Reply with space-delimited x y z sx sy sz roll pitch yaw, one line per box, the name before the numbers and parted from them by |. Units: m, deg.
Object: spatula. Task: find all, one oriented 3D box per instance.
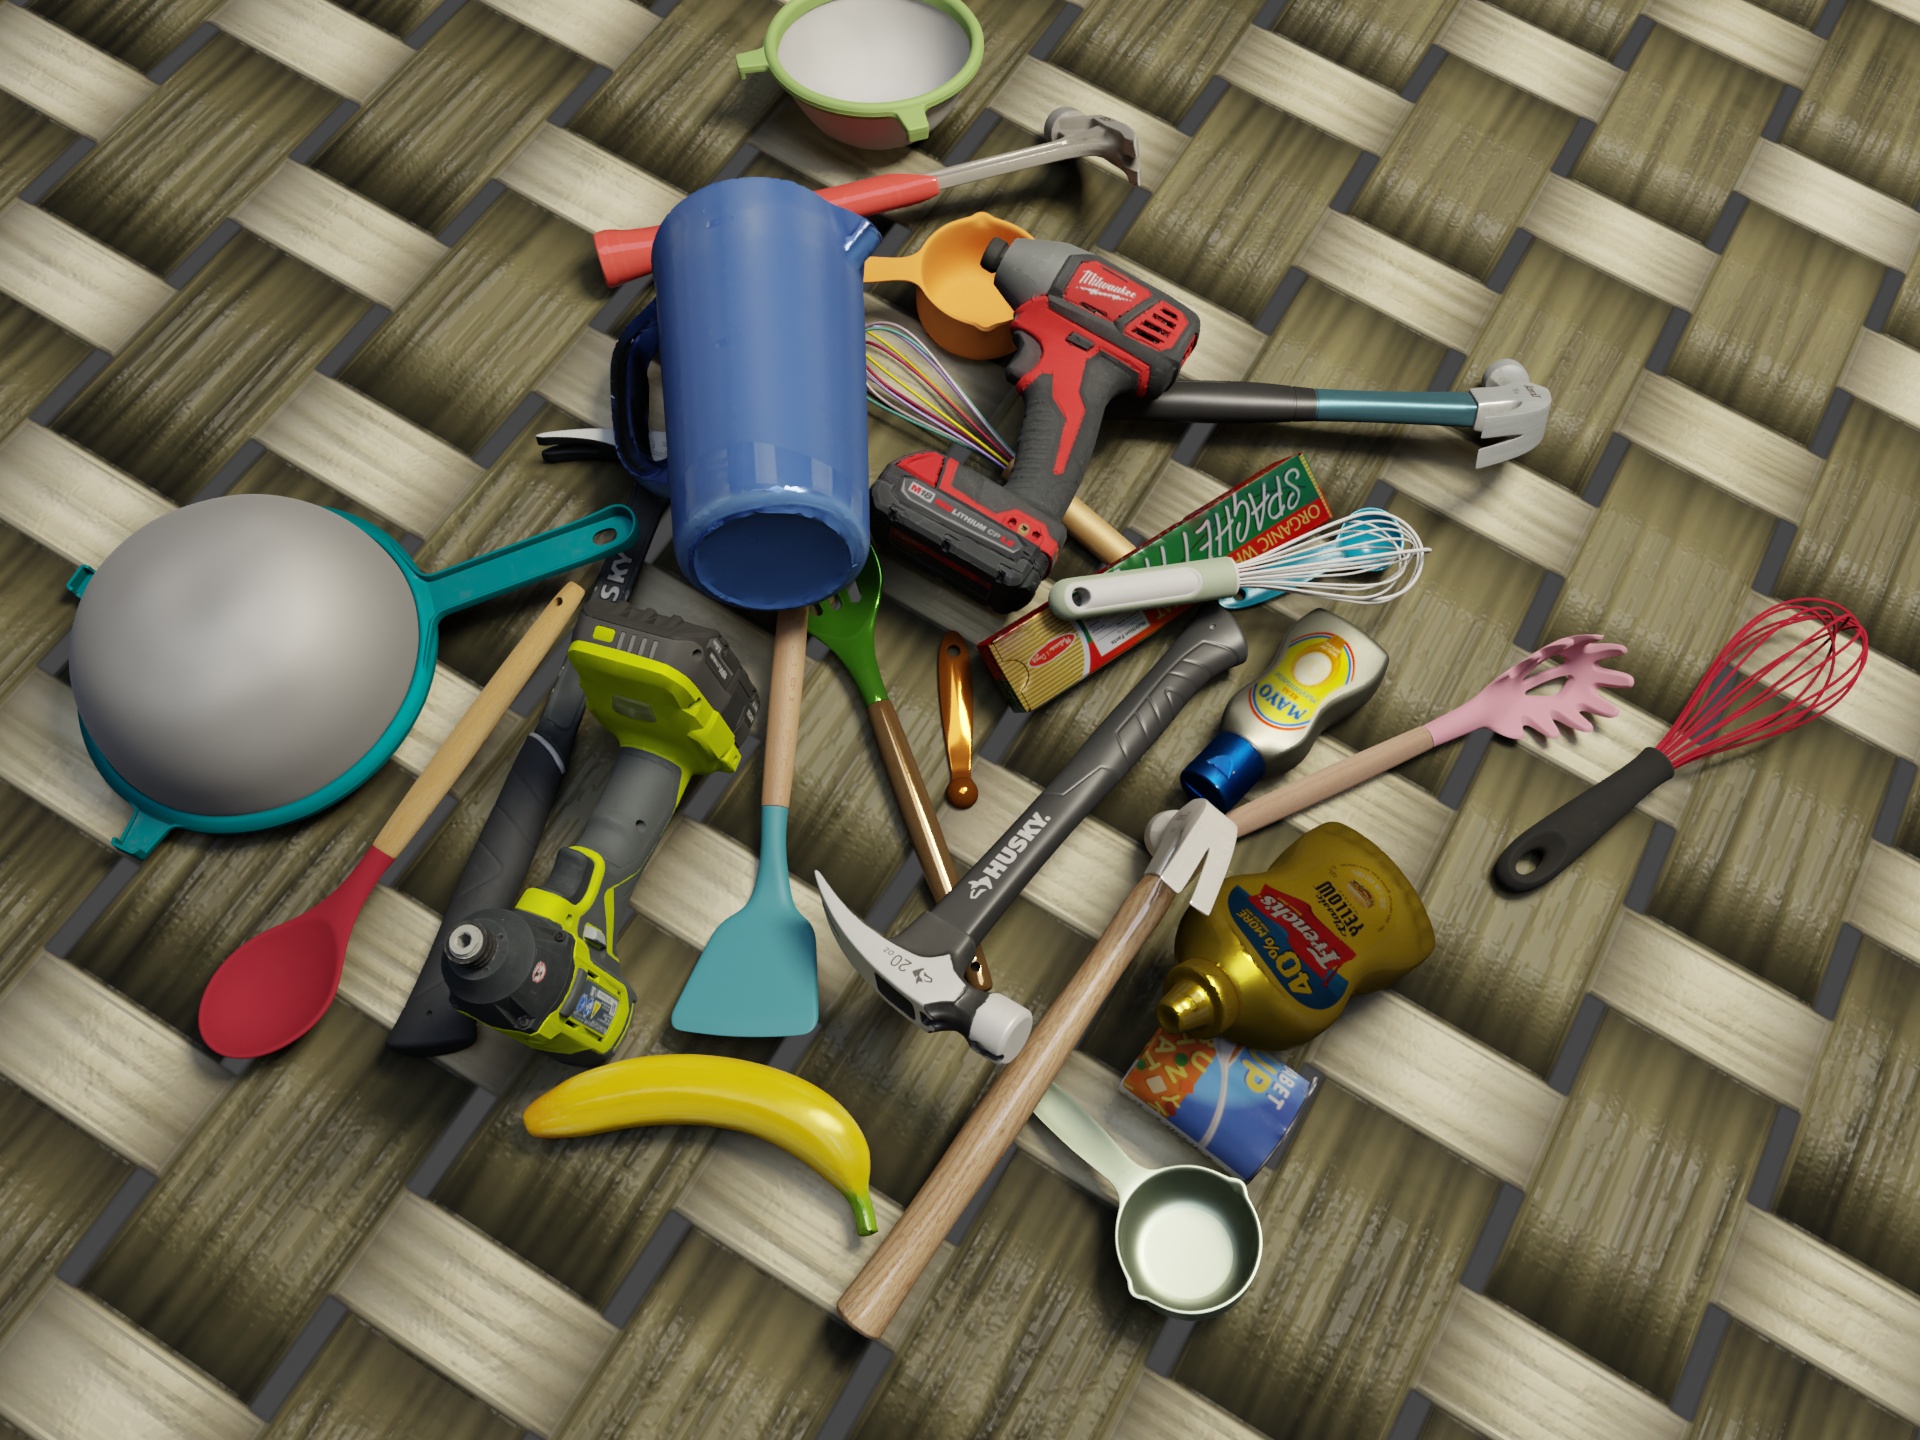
spatula | -0.106 0.023 0.916 0.082 0.044 0.318 0 74 11

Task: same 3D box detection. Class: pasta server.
pasta server | 0.263 0.022 0.961 0.316 0.040 0.060 -23 108 -11

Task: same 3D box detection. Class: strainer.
strainer | -0.352 -0.071 0.897 0.340 0.095 0.211 -21 68 -4
strainer | -0.034 -0.486 1.136 0.151 0.069 0.256 25 60 15

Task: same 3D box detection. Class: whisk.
whisk | 0.171 -0.088 0.961 0.246 0.059 0.058 -9 91 -13
whisk | 0.441 0.015 0.971 0.296 0.073 0.073 -34 74 -10
whisk | 0.015 -0.177 1.022 0.245 0.047 0.051 41 86 8

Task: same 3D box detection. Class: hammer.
hammer | -0.064 -0.346 1.060 0.359 0.036 0.149 -16 31 -6
hammer | 0.043 0.179 0.841 0.031 0.130 0.331 37 80 -2
hammer | 0.061 0.039 0.909 0.146 0.035 0.335 27 55 27
hammer | 0.216 -0.206 1.036 0.331 0.033 0.128 2 31 2
hammer | -0.240 -0.001 0.932 0.149 0.036 0.409 16 67 3

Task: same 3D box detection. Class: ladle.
ladle | -0.306 0.051 0.884 0.069 0.031 0.315 29 77 19

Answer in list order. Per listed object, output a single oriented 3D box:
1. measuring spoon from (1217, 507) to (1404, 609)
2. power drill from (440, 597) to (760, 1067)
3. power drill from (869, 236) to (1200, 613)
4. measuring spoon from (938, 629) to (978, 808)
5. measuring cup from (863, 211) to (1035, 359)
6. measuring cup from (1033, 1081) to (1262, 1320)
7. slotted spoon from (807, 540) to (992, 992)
measuring spoon | 0.223 -0.098 1.023 0.128 0.021 0.042 -22 83 -4
power drill | -0.189 0.058 0.827 0.080 0.171 0.223 15 71 13
power drill | 0.037 -0.189 0.970 0.143 0.078 0.220 30 79 2
measuring spoon | -0.002 -0.003 0.964 0.021 0.011 0.117 -1 68 -5
measuring cup | -0.028 -0.284 1.058 0.173 0.052 0.095 0 68 -3
measuring cup | 0.090 0.251 0.860 0.083 0.038 0.168 -41 59 -16
slotted spoon | -0.043 0.015 0.946 0.070 0.031 0.314 -19 72 -6
